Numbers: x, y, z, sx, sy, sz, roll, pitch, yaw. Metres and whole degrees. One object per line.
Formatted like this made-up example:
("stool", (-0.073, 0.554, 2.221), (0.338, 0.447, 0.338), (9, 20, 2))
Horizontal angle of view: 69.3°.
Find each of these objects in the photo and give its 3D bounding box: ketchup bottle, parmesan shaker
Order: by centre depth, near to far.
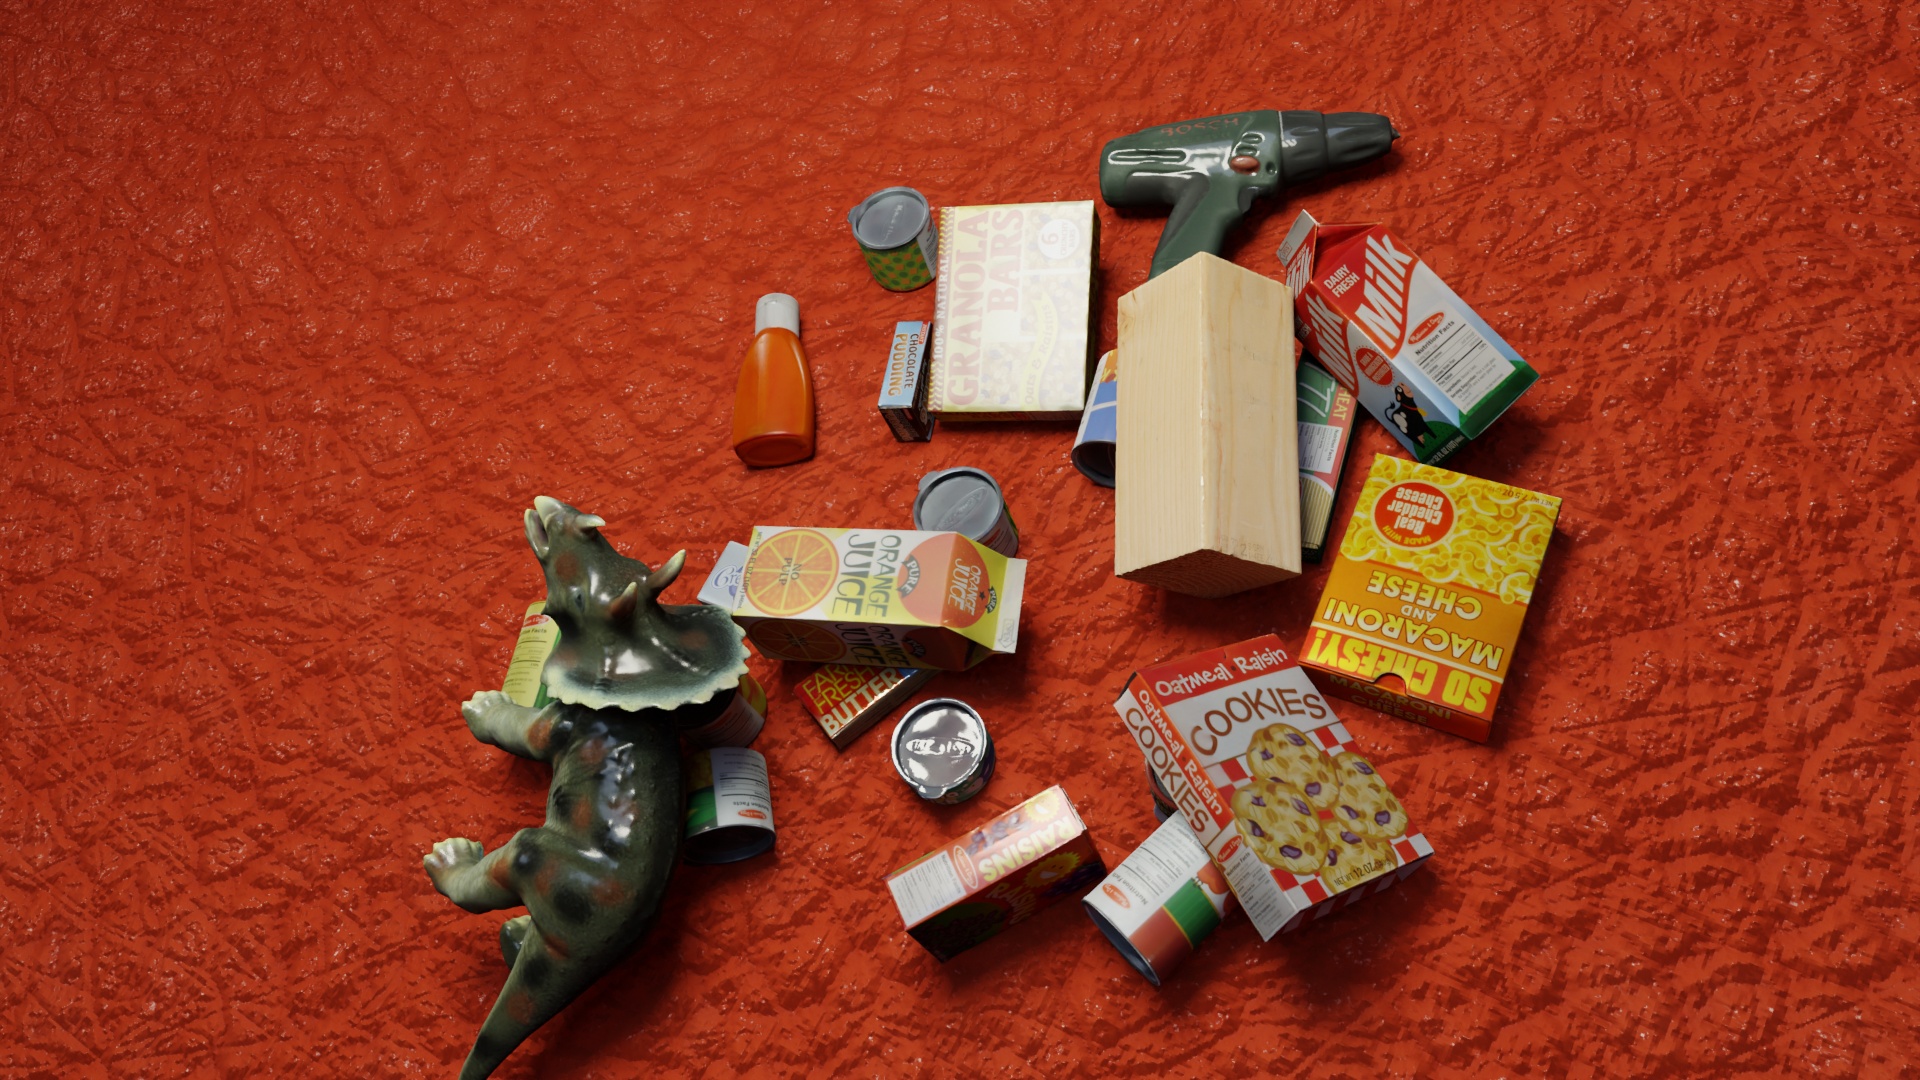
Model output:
("parmesan shaker", (-0.301, 0.105, 1.019), (0.071, 0.071, 0.103), (2, 62, 16))
("ketchup bottle", (-0.150, -0.133, 1.126), (0.065, 0.043, 0.149), (-8, 59, 10))

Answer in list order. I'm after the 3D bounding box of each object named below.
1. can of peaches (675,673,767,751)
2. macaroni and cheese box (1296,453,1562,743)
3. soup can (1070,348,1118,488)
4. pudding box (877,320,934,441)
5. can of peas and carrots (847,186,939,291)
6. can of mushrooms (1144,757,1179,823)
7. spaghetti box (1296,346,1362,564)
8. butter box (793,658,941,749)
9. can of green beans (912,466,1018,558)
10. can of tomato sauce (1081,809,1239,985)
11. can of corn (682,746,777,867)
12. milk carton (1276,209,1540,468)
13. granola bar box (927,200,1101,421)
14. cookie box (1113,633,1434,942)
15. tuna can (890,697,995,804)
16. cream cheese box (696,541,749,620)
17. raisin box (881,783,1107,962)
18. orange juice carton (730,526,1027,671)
("can of peaches", (-0.178, 0.111, 0.985), (0.071, 0.058, 0.071), (-7, 60, 12))
("macaroni and cheese box", (0.306, 0.033, 0.908), (0.124, 0.040, 0.167), (17, 66, 24))
("soup can", (0.125, -0.088, 1.012), (0.071, 0.071, 0.084), (9, 64, 20))
("pudding box", (-0.037, -0.124, 1.086), (0.030, 0.049, 0.084), (2, 61, 19))
("can of peas and carrots", (-0.053, -0.250, 1.158), (0.071, 0.058, 0.071), (-7, 59, 12))
("can of mushrooms", (0.151, 0.150, 0.888), (0.071, 0.033, 0.071), (-6, 60, 11))
("spaghetti box", (0.264, -0.099, 1.002), (0.050, 0.028, 0.251), (12, 65, 21))
("butter box", (-0.062, 0.096, 0.982), (0.103, 0.024, 0.053), (-37, 57, -7))
("can of green beans", (0.005, -0.011, 1.005), (0.071, 0.057, 0.071), (-7, 60, 12))
("can of tomato sauce", (0.126, 0.215, 0.837), (0.083, 0.071, 0.071), (-40, 59, -13))
("can of corn", (-0.162, 0.180, 0.938), (0.071, 0.071, 0.058), (-17, 58, 6))
("milk carton", (0.293, -0.147, 0.958), (0.073, 0.072, 0.191), (-40, 81, -13))
("granola bar box", (0.042, -0.175, 1.072), (0.124, 0.039, 0.165), (1, 80, 15))
("cookie box", (0.187, 0.141, 0.836), (0.123, 0.040, 0.168), (-10, 55, -34))
("tuna can", (-0.011, 0.145, 0.935), (0.071, 0.032, 0.071), (-7, 60, 12))
("cream cheese box", (-0.140, 0.041, 1.035), (0.104, 0.024, 0.053), (18, 67, 24))
("raisin box", (0.024, 0.207, 0.859), (0.123, 0.085, 0.040), (-28, 56, -2))
("orange juice carton", (-0.051, 0.040, 0.953), (0.193, 0.072, 0.072), (2, 61, 16))
